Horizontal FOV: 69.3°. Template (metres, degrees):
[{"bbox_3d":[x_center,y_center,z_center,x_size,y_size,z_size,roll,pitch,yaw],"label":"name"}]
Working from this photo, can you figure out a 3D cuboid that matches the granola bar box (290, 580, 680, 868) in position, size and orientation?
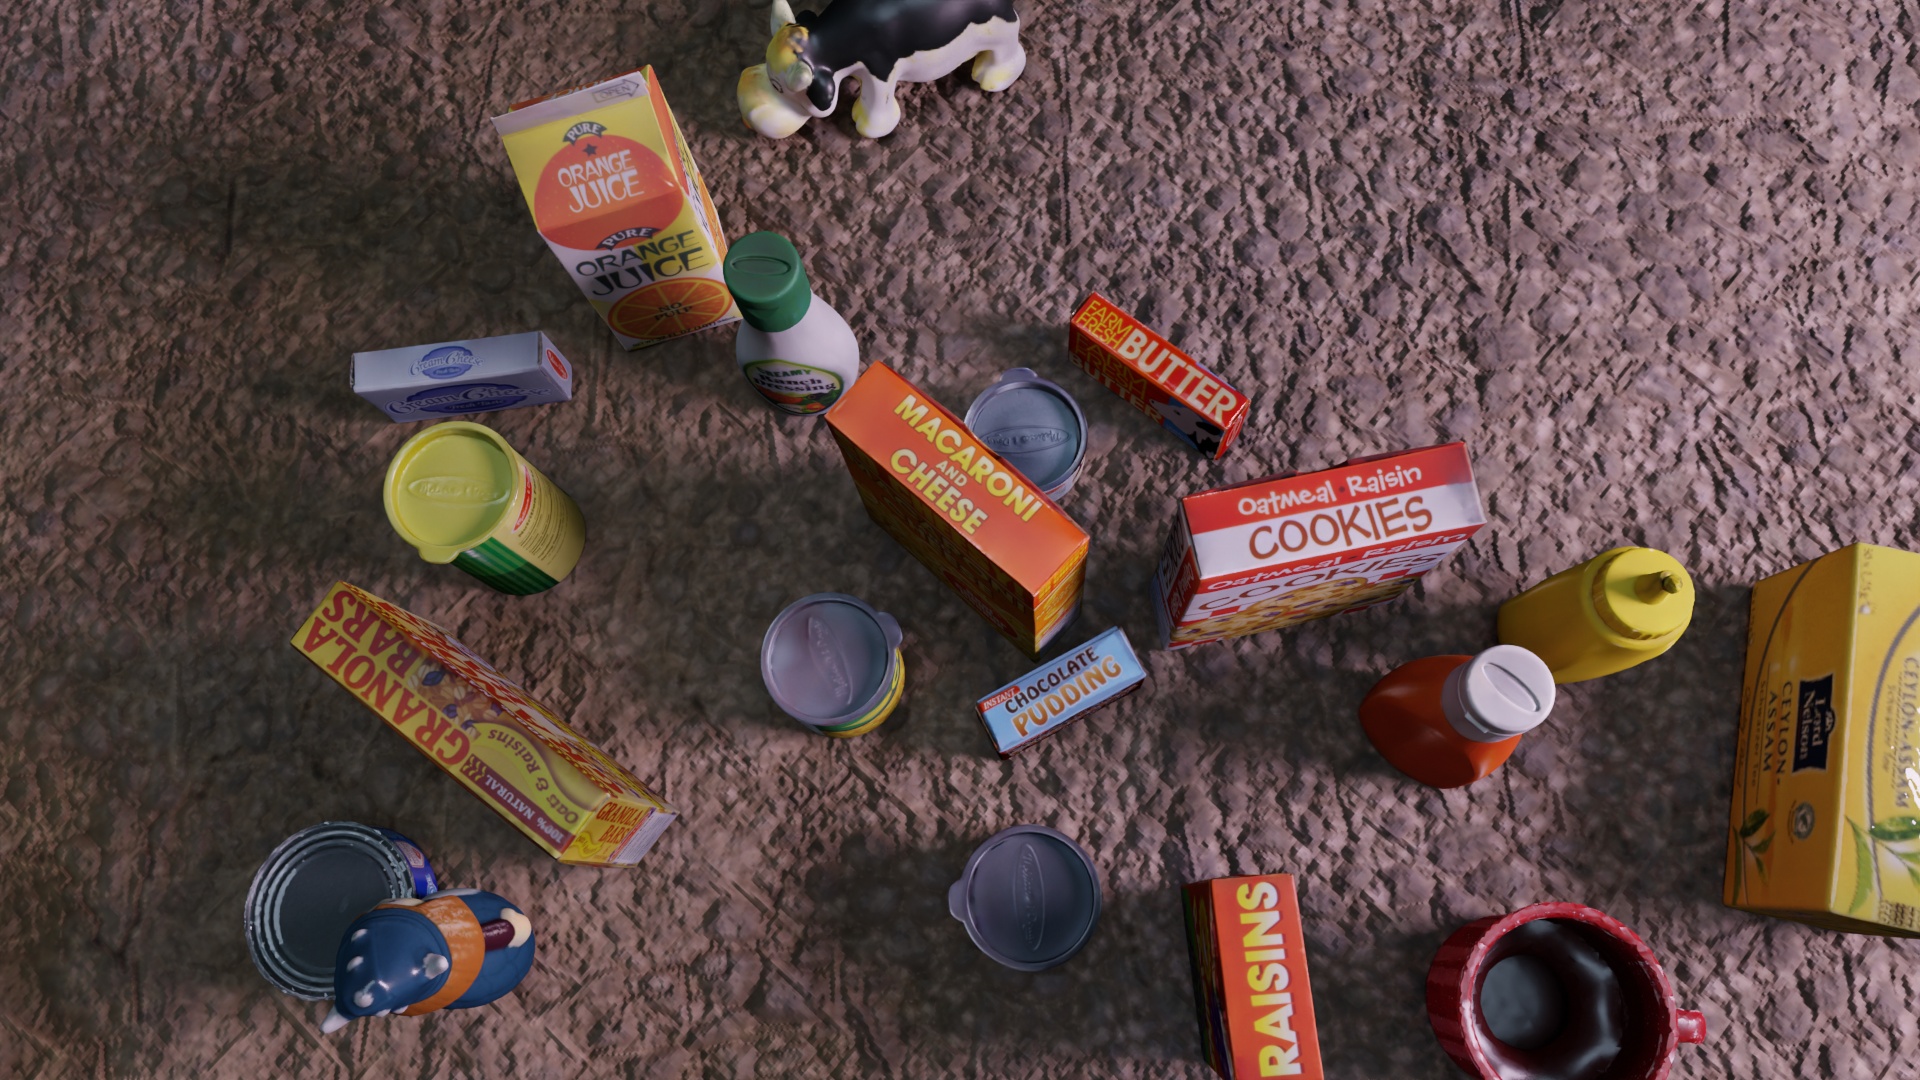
[{"bbox_3d":[-0.225,0.094,0.671,0.166,0.124,0.039,35,80,11],"label":"granola bar box"}]

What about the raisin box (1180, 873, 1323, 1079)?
[{"bbox_3d":[0.128,0.195,0.625,0.040,0.123,0.086,-5,75,2],"label":"raisin box"}]

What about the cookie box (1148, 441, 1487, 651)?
[{"bbox_3d":[0.158,0.007,0.653,0.123,0.167,0.040,-12,75,0],"label":"cookie box"}]

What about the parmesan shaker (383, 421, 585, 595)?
[{"bbox_3d":[-0.241,-0.011,0.711,0.071,0.103,0.071,-1,75,3],"label":"parmesan shaker"}]

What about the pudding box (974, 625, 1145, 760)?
[{"bbox_3d":[0.050,0.077,0.700,0.084,0.049,0.030,-27,75,-5],"label":"pudding box"}]

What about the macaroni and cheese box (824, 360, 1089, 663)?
[{"bbox_3d":[0.002,-0.008,0.666,0.124,0.166,0.040,41,81,12],"label":"macaroni and cheese box"}]

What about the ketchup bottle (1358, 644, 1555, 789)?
[{"bbox_3d":[0.229,0.080,0.639,0.065,0.148,0.043,42,81,12],"label":"ketchup bottle"}]

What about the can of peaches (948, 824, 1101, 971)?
[{"bbox_3d":[0.031,0.172,0.670,0.071,0.058,0.071,-1,75,3],"label":"can of peaches"}]

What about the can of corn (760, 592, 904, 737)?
[{"bbox_3d":[-0.061,0.064,0.705,0.071,0.058,0.071,-1,75,3],"label":"can of corn"}]

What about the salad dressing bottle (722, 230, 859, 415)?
[{"bbox_3d":[-0.088,-0.108,0.707,0.064,0.147,0.044,6,76,5],"label":"salad dressing bottle"}]

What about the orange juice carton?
[{"bbox_3d":[-0.170,-0.172,0.706,0.072,0.192,0.073,-16,75,-1],"label":"orange juice carton"}]

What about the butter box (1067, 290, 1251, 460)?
[{"bbox_3d":[0.104,-0.087,0.741,0.103,0.053,0.024,37,80,12],"label":"butter box"}]

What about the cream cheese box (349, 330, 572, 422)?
[{"bbox_3d":[-0.271,-0.089,0.760,0.104,0.053,0.024,-7,75,1],"label":"cream cheese box"}]

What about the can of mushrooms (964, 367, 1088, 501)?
[{"bbox_3d":[0.035,-0.054,0.745,0.071,0.033,0.071,-1,75,3],"label":"can of mushrooms"}]

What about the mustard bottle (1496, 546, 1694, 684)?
[{"bbox_3d":[0.299,0.033,0.642,0.065,0.160,0.049,-8,75,1],"label":"mustard bottle"}]
